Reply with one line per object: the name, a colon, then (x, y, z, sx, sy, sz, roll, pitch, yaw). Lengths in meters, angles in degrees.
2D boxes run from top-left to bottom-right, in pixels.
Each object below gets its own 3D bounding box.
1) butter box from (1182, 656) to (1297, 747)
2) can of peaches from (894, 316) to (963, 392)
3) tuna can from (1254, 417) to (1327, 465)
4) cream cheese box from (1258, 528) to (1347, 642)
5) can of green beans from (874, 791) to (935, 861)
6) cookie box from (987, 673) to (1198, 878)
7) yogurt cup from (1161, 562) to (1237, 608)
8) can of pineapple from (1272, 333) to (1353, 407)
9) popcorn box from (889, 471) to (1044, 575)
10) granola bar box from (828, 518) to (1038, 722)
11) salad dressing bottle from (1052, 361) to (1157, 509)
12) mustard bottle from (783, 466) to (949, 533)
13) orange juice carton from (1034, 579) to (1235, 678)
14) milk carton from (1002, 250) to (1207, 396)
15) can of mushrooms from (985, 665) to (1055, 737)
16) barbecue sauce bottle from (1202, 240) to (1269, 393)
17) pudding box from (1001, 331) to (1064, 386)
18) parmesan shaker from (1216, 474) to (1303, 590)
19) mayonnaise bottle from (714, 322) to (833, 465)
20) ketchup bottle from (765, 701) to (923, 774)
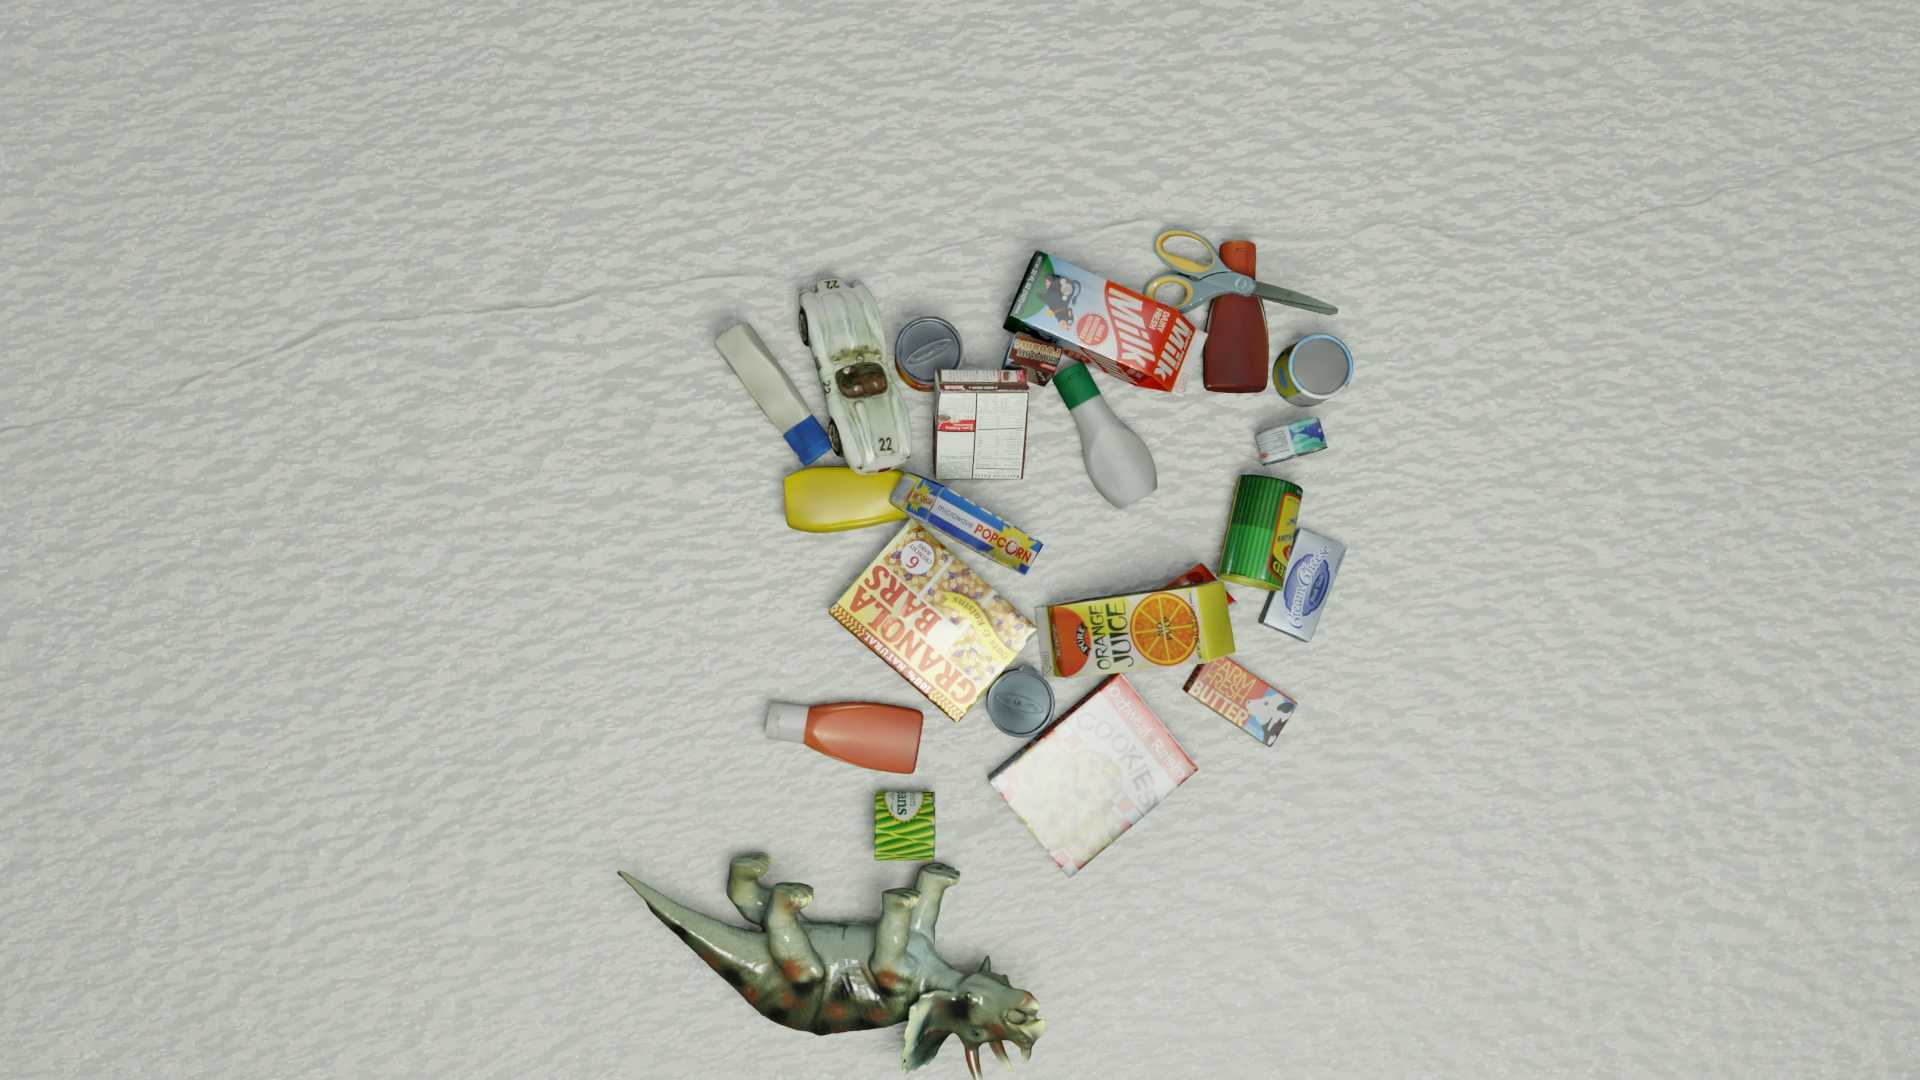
butter box: (0.278, 0.156, 1.381, 0.103, 0.024, 0.053, 33, 87, -1)
can of peaches: (-0.031, -0.179, 1.361, 0.071, 0.058, 0.071, 0, 88, -4)
tuna can: (0.329, -0.099, 1.377, 0.071, 0.071, 0.033, -15, 88, -4)
cream cheese box: (0.342, 0.045, 1.391, 0.053, 0.024, 0.104, 22, 86, -1)
can of green beans: (-0.054, 0.274, 1.334, 0.058, 0.071, 0.071, 1, 88, -3)
cookie box: (0.130, 0.227, 1.362, 0.167, 0.040, 0.123, -39, 90, -3)
yogurt cup: (0.229, 0.058, 1.364, 0.072, 0.072, 0.054, -33, 82, -4)
can of pineapple: (0.351, -0.171, 1.385, 0.071, 0.058, 0.071, 0, 87, -3)
popcorn box: (0.005, -0.017, 1.319, 0.126, 0.085, 0.038, 29, 87, -30)
granola bar box: (-0.027, 0.078, 1.359, 0.165, 0.039, 0.124, 41, 85, -1)
salad dressing bottle: (0.141, -0.105, 1.376, 0.064, 0.044, 0.147, -28, 88, -4)
mustard bottle: (-0.091, -0.042, 1.356, 0.160, 0.049, 0.065, -3, 86, -5)
orange juice carton: (0.157, 0.087, 1.329, 0.192, 0.073, 0.072, -10, 88, 32)
milk carton: (0.144, -0.209, 1.366, 0.191, 0.073, 0.072, 22, 86, -3)
can of mushrooms: (0.059, 0.157, 1.363, 0.071, 0.033, 0.071, 0, 87, -3)
barbecue sauce bottle: (0.276, -0.223, 1.390, 0.065, 0.043, 0.148, 2, 87, 0)
pudding box: (0.069, -0.176, 1.354, 0.050, 0.083, 0.030, 19, 87, -3)
parmesan shaker: (0.294, -0.008, 1.364, 0.071, 0.071, 0.103, 14, 85, -3)
mayonnaise bottle: (-0.180, -0.142, 1.350, 0.041, 0.065, 0.148, -35, 94, 3)
ketchup bottle: (-0.113, 0.185, 1.346, 0.149, 0.043, 0.064, 9, 86, -3)
